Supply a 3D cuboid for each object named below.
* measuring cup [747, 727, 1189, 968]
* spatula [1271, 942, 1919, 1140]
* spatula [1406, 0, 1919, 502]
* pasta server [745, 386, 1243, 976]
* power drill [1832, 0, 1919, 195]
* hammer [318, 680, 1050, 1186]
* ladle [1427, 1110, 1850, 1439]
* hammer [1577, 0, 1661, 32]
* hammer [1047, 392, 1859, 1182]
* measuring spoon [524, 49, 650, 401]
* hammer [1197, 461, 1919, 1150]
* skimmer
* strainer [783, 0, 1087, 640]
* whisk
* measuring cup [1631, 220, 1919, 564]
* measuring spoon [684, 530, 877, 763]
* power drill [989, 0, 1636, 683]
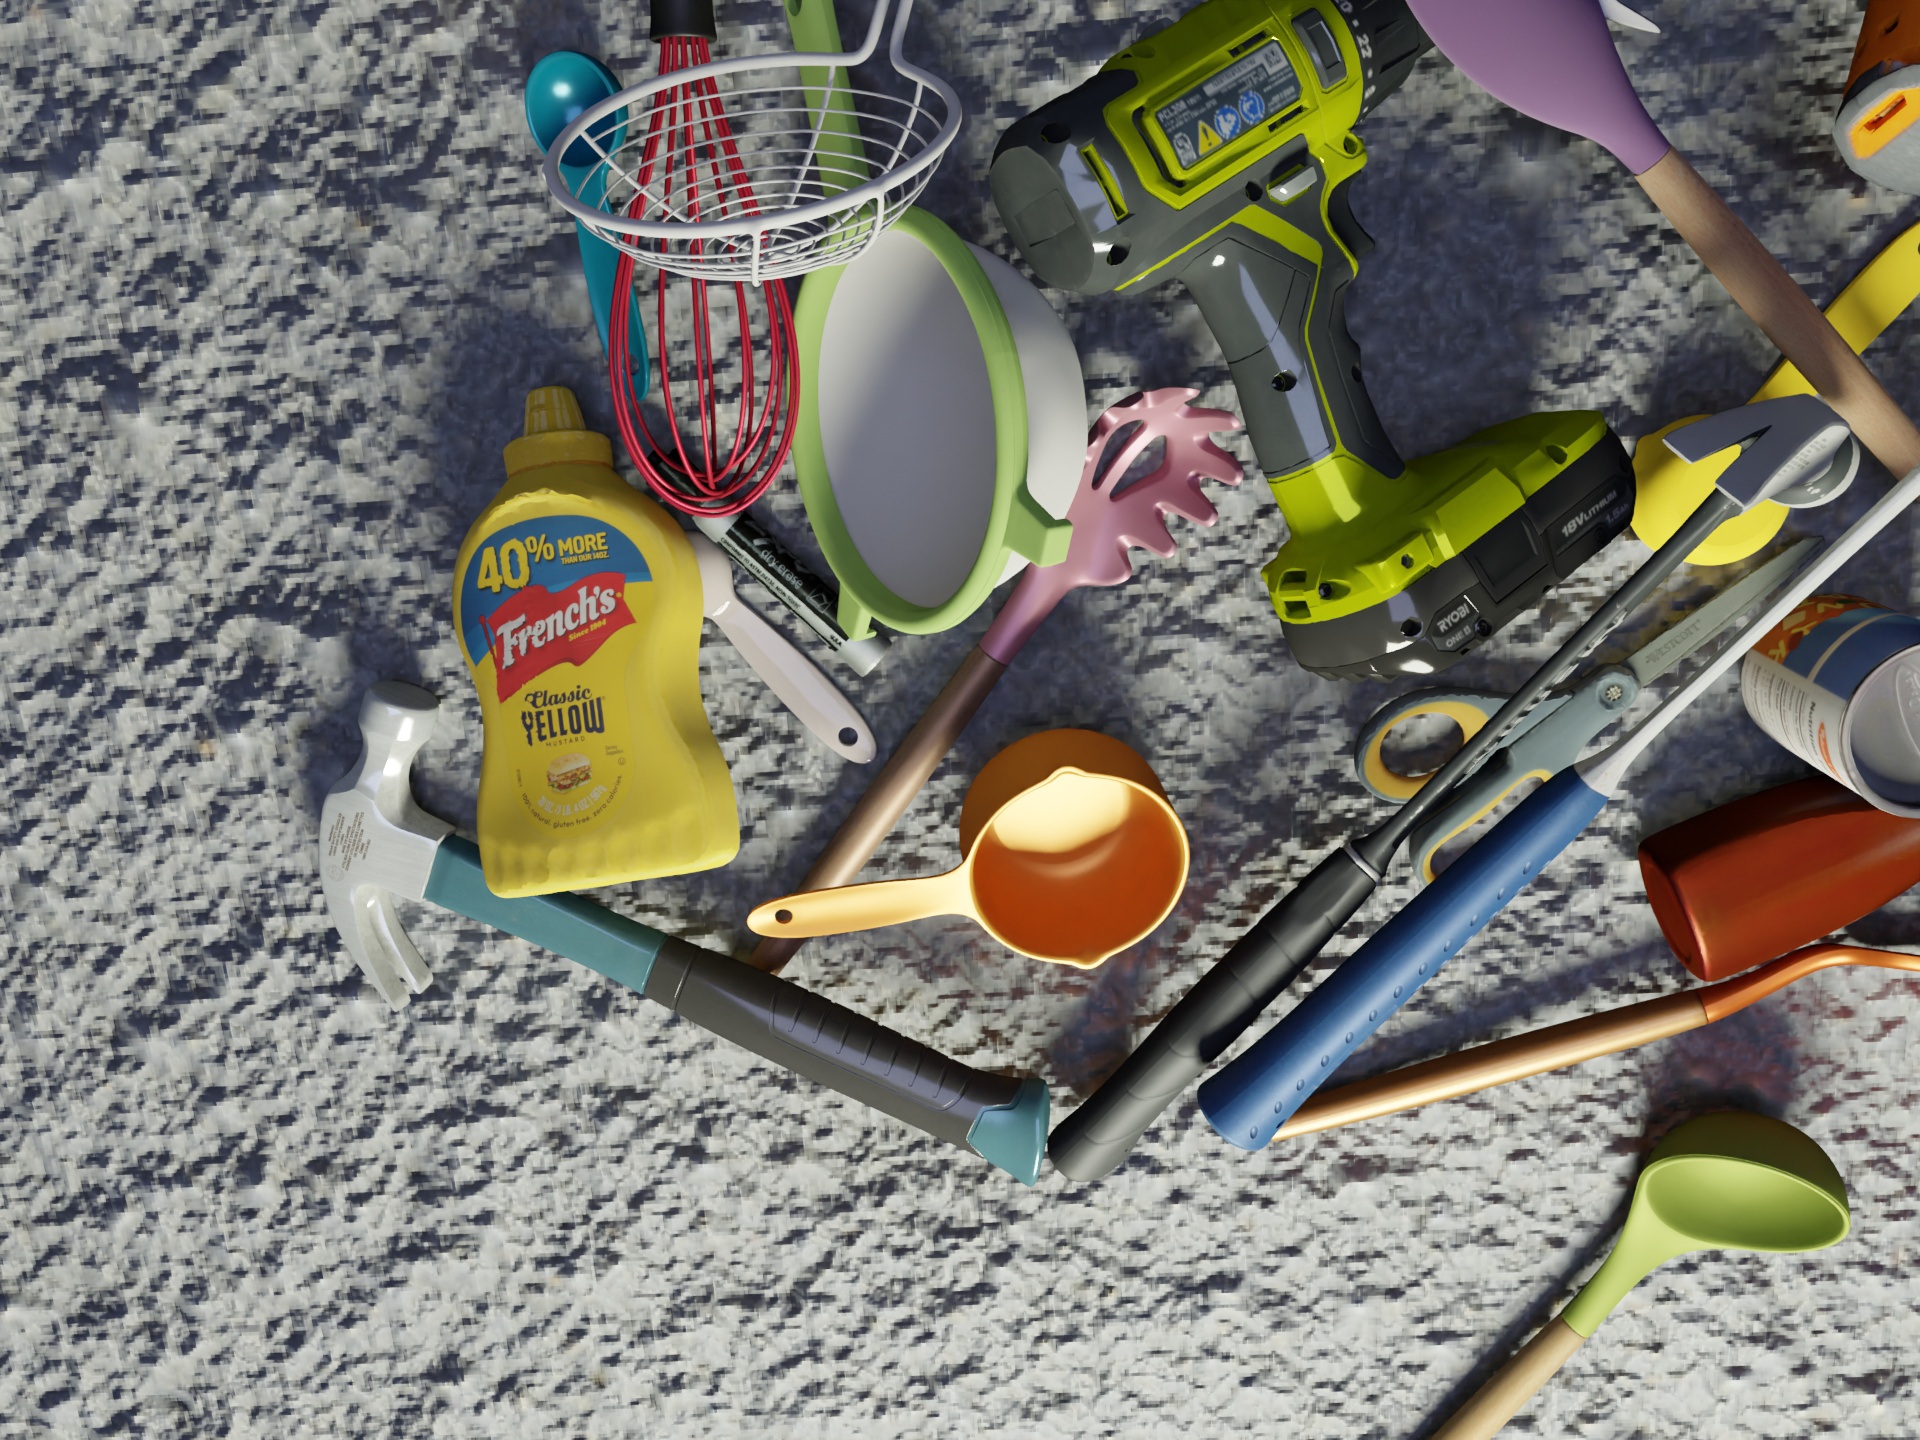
[{"bbox_3d":[0.001,0.053,0.635,0.173,0.052,0.095,-10,119,0],"label":"measuring cup"},{"bbox_3d":[0.285,0.134,0.658,0.322,0.081,0.041,-19,80,12],"label":"spatula"},{"bbox_3d":[0.256,-0.176,0.555,0.315,0.018,0.060,41,81,-14],"label":"spatula"},{"bbox_3d":[-0.001,-0.002,0.637,0.060,0.040,0.316,29,107,-25],"label":"pasta server"},{"bbox_3d":[0.412,-0.223,0.523,0.226,0.084,0.164,22,75,-2],"label":"power drill"},{"bbox_3d":[-0.113,0.106,0.658,0.331,0.033,0.128,24,107,3],"label":"hammer"},{"bbox_3d":[0.256,0.292,0.700,0.078,0.062,0.320,33,107,-9],"label":"ladle"},{"bbox_3d":[0.292,-0.365,0.482,0.334,0.035,0.146,-36,108,25],"label":"hammer"},{"bbox_3d":[0.161,0.044,0.594,0.036,0.149,0.408,48,118,21],"label":"hammer"},{"bbox_3d":[-0.132,-0.187,0.605,0.042,0.021,0.128,4,117,26],"label":"measuring spoon"},{"bbox_3d":[0.234,0.014,0.563,0.405,0.144,0.035,-49,67,21],"label":"hammer"},{"bbox_3d":[-0.011,-0.298,0.489,0.127,0.090,0.363,23,90,30],"label":"skimmer"},{"bbox_3d":[-0.012,-0.161,0.579,0.069,0.151,0.256,-11,87,-31],"label":"strainer"},{"bbox_3d":[-0.095,-0.219,0.560,0.073,0.073,0.295,0,106,3],"label":"whisk"},{"bbox_3d":[0.316,-0.124,0.592,0.062,0.029,0.156,37,105,-8],"label":"measuring cup"},{"bbox_3d":[-0.079,-0.026,0.644,0.034,0.018,0.124,-42,100,12],"label":"measuring spoon"},{"bbox_3d":[0.140,-0.147,0.554,0.190,0.080,0.228,-35,104,-16],"label":"power drill"}]
